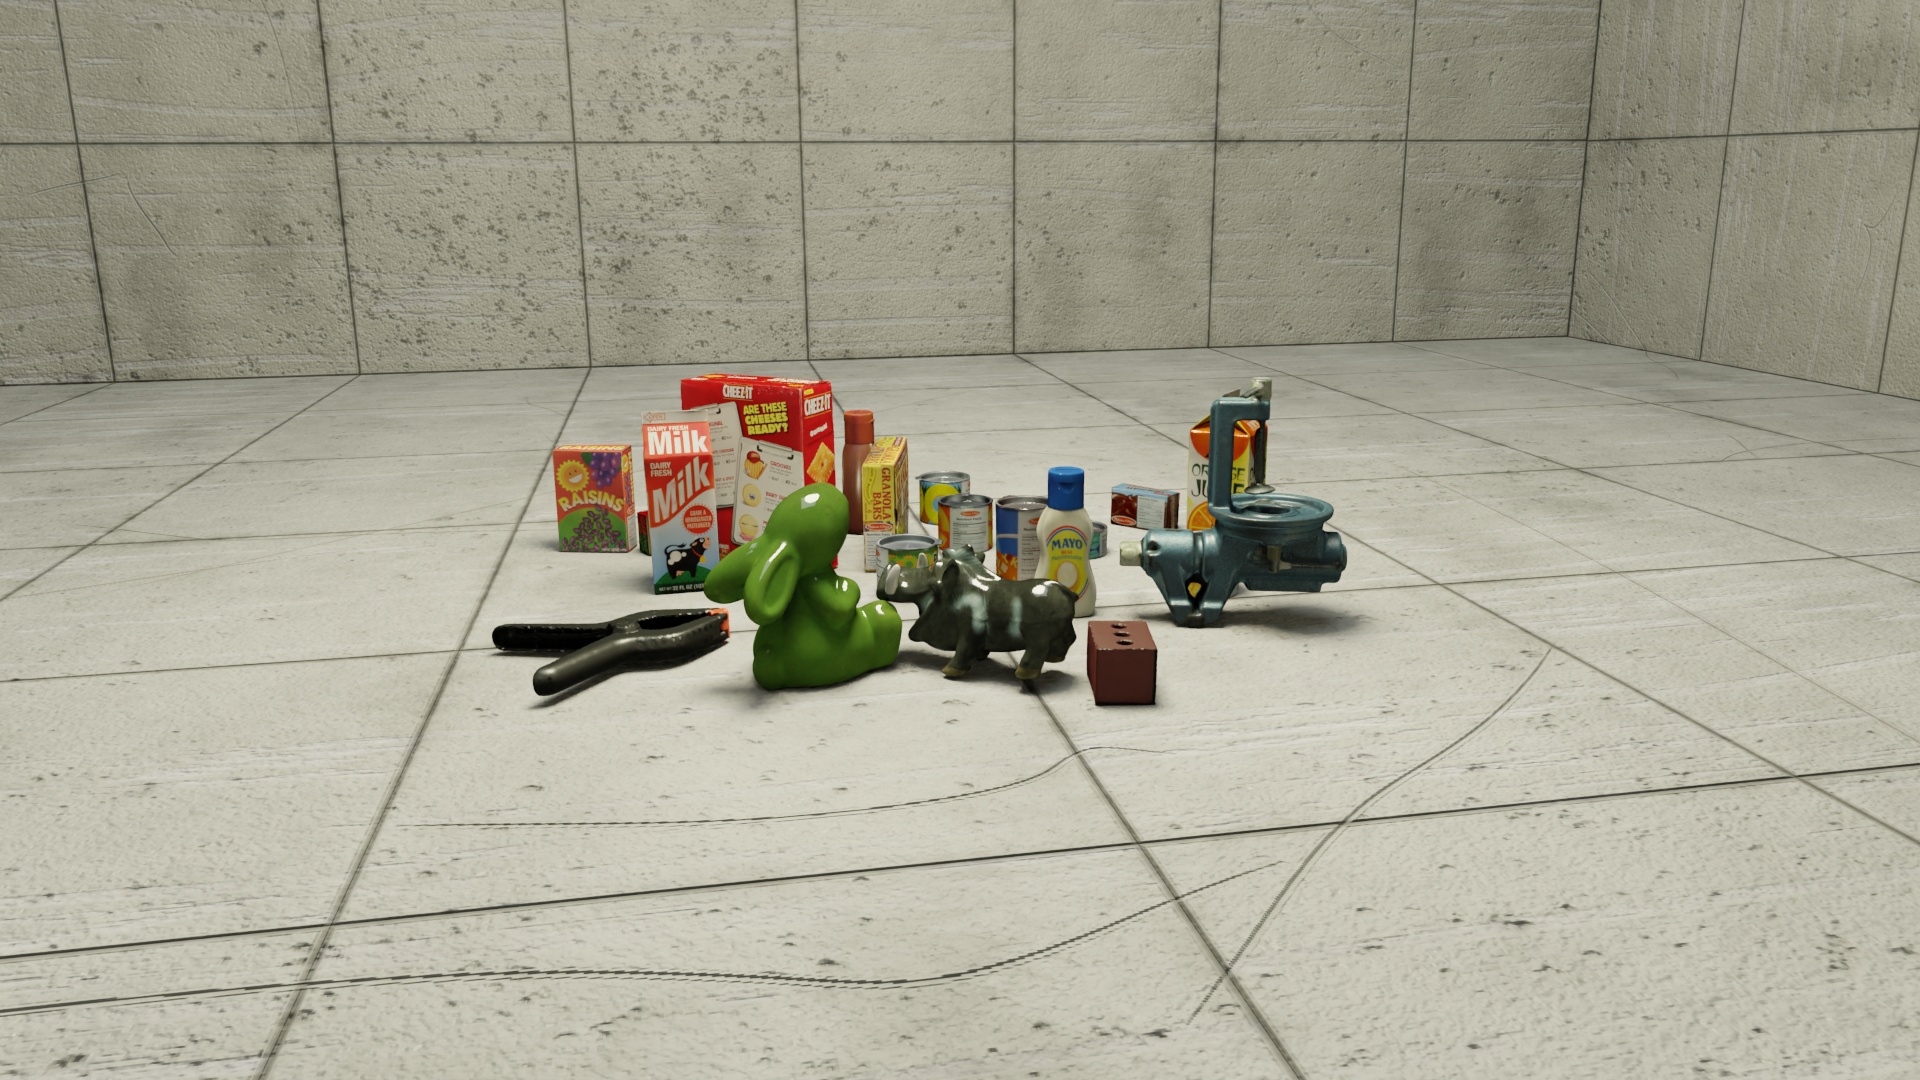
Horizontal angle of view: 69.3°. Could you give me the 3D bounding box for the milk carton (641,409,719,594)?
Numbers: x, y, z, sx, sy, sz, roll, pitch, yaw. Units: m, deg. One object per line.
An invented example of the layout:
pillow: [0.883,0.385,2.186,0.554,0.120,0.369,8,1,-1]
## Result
milk carton: [-0.299,-0.045,1.485,0.072,0.190,0.073,-4,15,-13]

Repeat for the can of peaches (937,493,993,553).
can of peaches: [0.006,-0.021,1.644,0.071,0.058,0.071,0,15,0]

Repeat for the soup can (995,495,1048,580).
soup can: [0.070,-0.003,1.525,0.071,0.083,0.071,0,14,0]

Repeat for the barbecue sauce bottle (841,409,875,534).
barbecue sauce bottle: [-0.124,-0.086,1.716,0.044,0.148,0.065,3,15,15]

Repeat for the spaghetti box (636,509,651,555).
spaghetti box: [-0.278,-0.030,1.700,0.251,0.050,0.029,-14,19,-41]

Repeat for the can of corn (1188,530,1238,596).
can of corn: [0.259,0.025,1.465,0.071,0.058,0.071,0,15,0]

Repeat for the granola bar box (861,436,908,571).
granola bar box: [-0.085,-0.045,1.608,0.039,0.123,0.166,0,15,2]

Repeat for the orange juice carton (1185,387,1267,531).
orange juice carton: [0.304,-0.075,1.579,0.073,0.192,0.072,7,16,28]

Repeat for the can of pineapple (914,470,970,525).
can of pineapple: [-0.022,-0.054,1.772,0.071,0.057,0.071,0,15,0]

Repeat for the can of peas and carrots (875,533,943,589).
can of peas and carrots: [-0.053,0.028,1.459,0.071,0.058,0.071,0,15,0]

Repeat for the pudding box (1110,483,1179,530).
pudding box: [0.229,-0.041,1.731,0.084,0.049,0.030,11,18,36]

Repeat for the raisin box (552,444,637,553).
raisin box: [-0.430,-0.050,1.637,0.086,0.123,0.040,1,14,5]

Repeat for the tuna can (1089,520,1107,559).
tuna can: [0.135,-0.001,1.616,0.071,0.032,0.071,0,15,0]

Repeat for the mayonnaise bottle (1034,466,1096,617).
mayonnaise bottle: [0.104,0.002,1.382,0.065,0.147,0.041,-1,14,-2]
